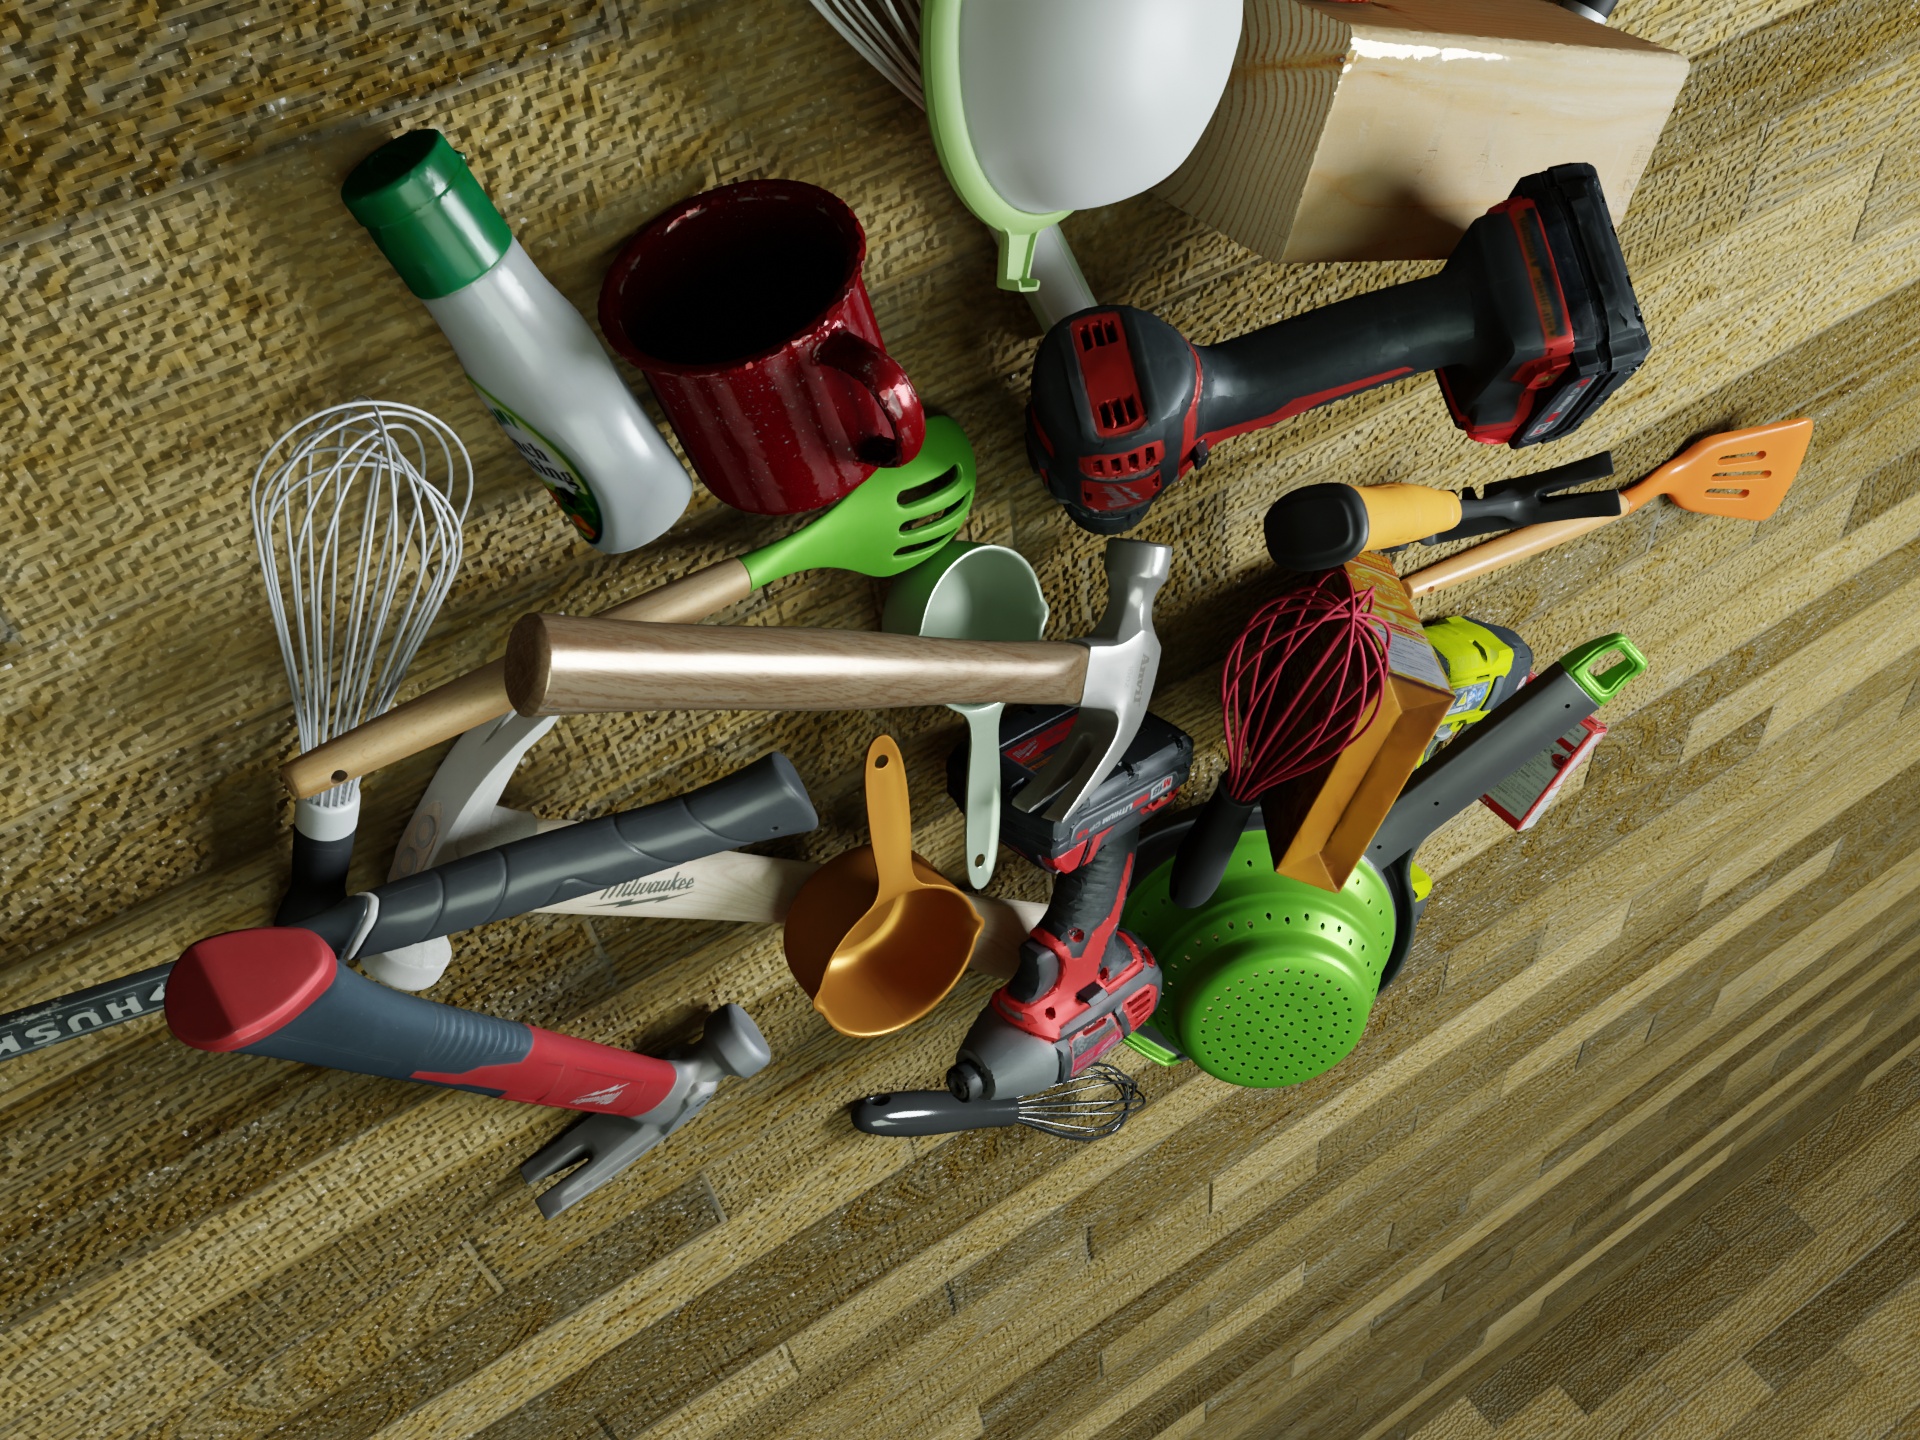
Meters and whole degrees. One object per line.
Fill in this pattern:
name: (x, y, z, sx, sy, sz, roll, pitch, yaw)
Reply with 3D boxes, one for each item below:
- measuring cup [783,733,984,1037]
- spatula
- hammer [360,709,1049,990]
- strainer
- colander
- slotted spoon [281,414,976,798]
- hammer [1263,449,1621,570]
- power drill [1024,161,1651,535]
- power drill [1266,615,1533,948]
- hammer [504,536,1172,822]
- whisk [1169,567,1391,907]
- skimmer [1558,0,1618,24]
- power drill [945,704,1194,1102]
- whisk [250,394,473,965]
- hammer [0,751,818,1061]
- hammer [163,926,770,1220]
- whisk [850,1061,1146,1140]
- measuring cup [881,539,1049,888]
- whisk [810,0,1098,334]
measuring cup: (-0.043, 0.068, 0.740, 0.095, 0.052, 0.173, -22, 129, -26)
spatula: (0.406, -0.125, 1.002, 0.322, 0.041, 0.081, -21, 138, -23)
hammer: (-0.078, 0.078, 0.784, 0.410, 0.038, 0.146, 16, 113, -47)
strainer: (0.040, -0.257, 0.485, 0.151, 0.069, 0.256, -61, 153, -15)
colander: (0.236, 0.100, 0.922, 0.204, 0.095, 0.397, 38, 113, -23)
slotted spoon: (-0.104, -0.043, 0.604, 0.314, 0.031, 0.070, -29, 142, -32)
hammer: (0.214, -0.094, 0.720, 0.337, 0.127, 0.034, -16, 97, -61)
power drill: (0.138, -0.133, 0.651, 0.226, 0.080, 0.188, -14, 172, 3)
power drill: (0.281, 0.040, 1.022, 0.171, 0.080, 0.223, -10, 129, -40)
hammer: (-0.030, -0.018, 0.645, 0.331, 0.031, 0.130, -1, 103, -45)
whisk: (0.144, 0.024, 0.786, 0.073, 0.073, 0.295, -25, 155, -21)
skimmer: (0.360, -0.445, 0.625, 0.127, 0.090, 0.363, 22, 116, -14)
power drill: (0.050, 0.103, 0.843, 0.143, 0.079, 0.219, -26, 132, -35)
whisk: (-0.229, 0.008, 0.578, 0.070, 0.070, 0.284, -7, 135, -36)
hammer: (-0.243, 0.087, 0.590, 0.409, 0.036, 0.149, -17, 145, -22)
hammer: (-0.200, 0.149, 0.654, 0.143, 0.038, 0.386, -37, 159, -1)
whisk: (0.028, 0.249, 1.029, 0.238, 0.055, 0.055, 7, 121, -38)
measuring cup: (-0.001, -0.002, 0.735, 0.083, 0.038, 0.167, -19, 118, -39)
whisk: (0.006, -0.212, 0.577, 0.058, 0.059, 0.246, -31, 147, 7)
